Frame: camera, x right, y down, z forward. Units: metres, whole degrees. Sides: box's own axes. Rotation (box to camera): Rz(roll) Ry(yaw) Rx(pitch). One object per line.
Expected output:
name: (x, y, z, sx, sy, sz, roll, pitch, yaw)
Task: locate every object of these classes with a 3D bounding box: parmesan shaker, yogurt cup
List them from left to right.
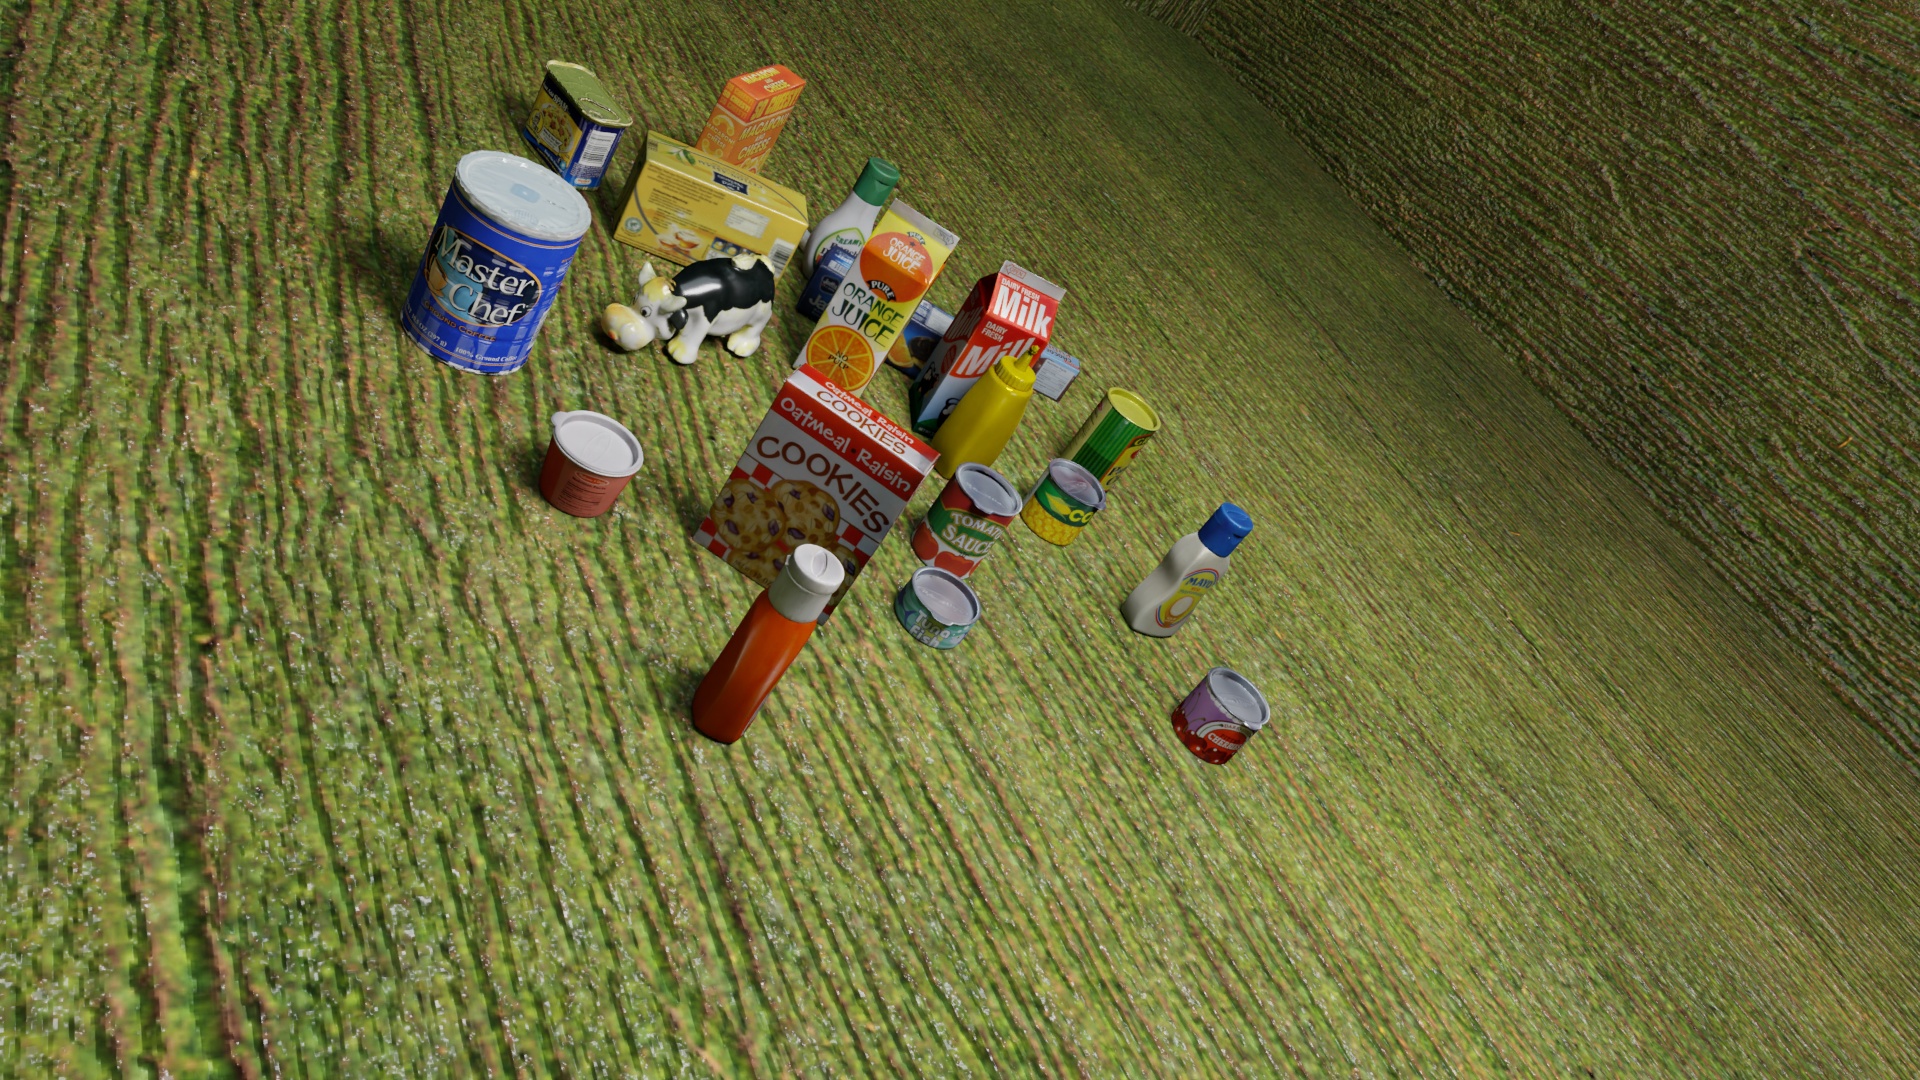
yogurt cup: (-0.276, -0.054, 1.025, 0.072, 0.053, 0.073, 25, 32, -17)
parmesan shaker: (0.155, -0.103, 1.465, 0.071, 0.102, 0.072, 25, 32, -17)

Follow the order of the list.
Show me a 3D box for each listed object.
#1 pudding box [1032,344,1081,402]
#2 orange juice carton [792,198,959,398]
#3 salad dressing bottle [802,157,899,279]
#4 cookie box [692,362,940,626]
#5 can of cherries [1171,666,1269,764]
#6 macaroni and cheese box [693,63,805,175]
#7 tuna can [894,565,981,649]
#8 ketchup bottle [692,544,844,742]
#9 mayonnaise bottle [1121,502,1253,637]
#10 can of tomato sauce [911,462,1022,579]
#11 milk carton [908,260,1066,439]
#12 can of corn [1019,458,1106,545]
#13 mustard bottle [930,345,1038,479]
pudding box: (0.090, -0.200, 1.585, 0.084, 0.049, 0.030, 25, 32, -18)
orange juice carton: (-0.078, -0.229, 1.322, 0.072, 0.191, 0.073, 33, 31, -5)
salad dressing bottle: (-0.116, -0.336, 1.474, 0.064, 0.147, 0.044, 17, 35, -29)
cookie box: (-0.110, -0.033, 1.049, 0.123, 0.166, 0.040, 34, 31, -3)
can of cherries: (0.230, 0.157, 1.230, 0.071, 0.058, 0.072, 25, 32, -17)
macaroni and cheese box: (-0.235, -0.404, 1.432, 0.040, 0.165, 0.124, 36, 31, -1)
tuna can: (-0.019, 0.057, 1.146, 0.071, 0.032, 0.071, 25, 32, -17)
ketchup bottle: (-0.127, 0.065, 0.917, 0.043, 0.148, 0.065, 28, 32, -13)
mayonnaise bottle: (0.216, 0.028, 1.303, 0.065, 0.147, 0.041, 11, 38, -35)
can of tomato sauce: (0.004, -0.015, 1.219, 0.071, 0.082, 0.071, 25, 32, -17)
milk carton: (0.025, -0.185, 1.365, 0.072, 0.189, 0.074, 22, 33, -22)
can of corn: (0.101, -0.036, 1.365, 0.071, 0.058, 0.071, 25, 32, -17)
mustard bottle: (0.031, -0.127, 1.321, 0.065, 0.159, 0.049, -5, 49, -48)
